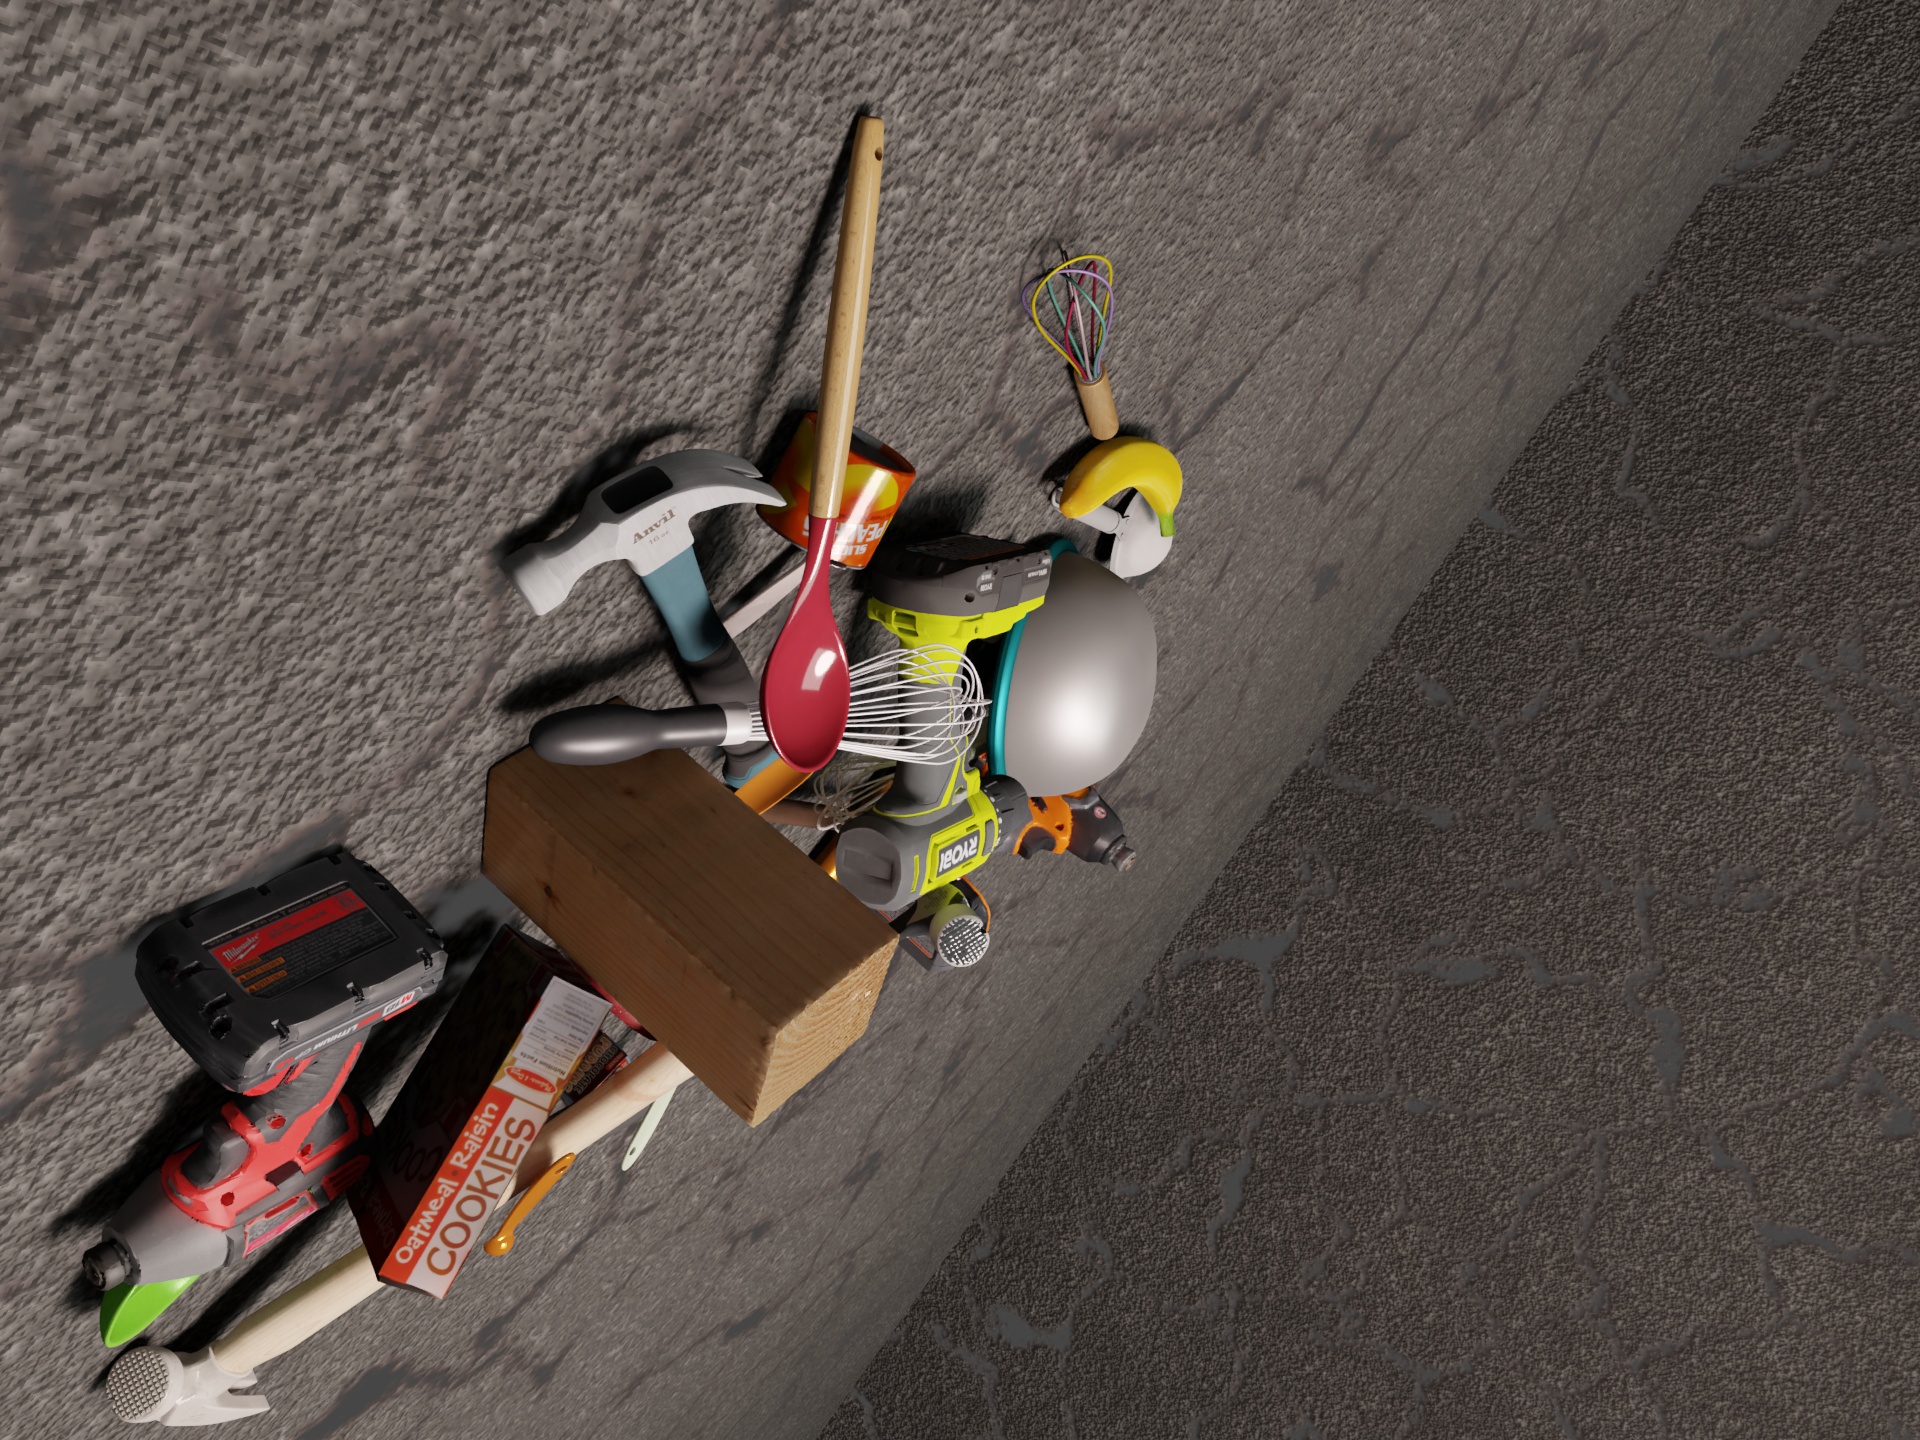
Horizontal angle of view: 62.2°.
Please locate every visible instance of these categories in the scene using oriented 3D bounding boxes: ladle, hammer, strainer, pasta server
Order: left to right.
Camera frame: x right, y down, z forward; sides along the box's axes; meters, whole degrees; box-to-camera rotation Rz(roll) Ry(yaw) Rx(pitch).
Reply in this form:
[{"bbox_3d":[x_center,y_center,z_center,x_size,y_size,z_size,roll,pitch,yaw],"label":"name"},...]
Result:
[{"bbox_3d":[-0.285,0.285,0.954,0.410,0.038,0.146,-33,159,-10],"label":"hammer"},{"bbox_3d":[-0.177,0.217,1.049,0.409,0.036,0.149,-30,-162,-7],"label":"hammer"},{"bbox_3d":[-0.137,-0.036,0.851,0.128,0.033,0.330,-37,160,-12],"label":"hammer"},{"bbox_3d":[-0.063,-0.124,0.764,0.069,0.031,0.315,-25,129,-55],"label":"ladle"},{"bbox_3d":[-0.075,0.074,1.134,0.316,0.040,0.060,15,99,-59],"label":"pasta server"},{"bbox_3d":[-0.054,0.058,1.233,0.337,0.034,0.127,-52,160,-1],"label":"hammer"},{"bbox_3d":[0.120,-0.038,1.279,0.340,0.095,0.211,-22,122,-68],"label":"strainer"},{"bbox_3d":[0.121,-0.154,1.252,0.258,0.050,0.087,6,104,-65],"label":"strainer"}]

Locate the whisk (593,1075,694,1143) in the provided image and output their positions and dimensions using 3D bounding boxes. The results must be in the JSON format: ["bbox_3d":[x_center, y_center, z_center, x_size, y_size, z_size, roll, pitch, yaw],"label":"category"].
[{"bbox_3d":[-0.203,0.266,1.247,0.239,0.055,0.055,-28,150,-43],"label":"whisk"}]

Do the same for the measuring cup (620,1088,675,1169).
[{"bbox_3d":[-0.213,0.237,1.133,0.167,0.038,0.083,-63,158,-4],"label":"measuring cup"}]

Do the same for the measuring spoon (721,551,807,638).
[{"bbox_3d":[-0.110,-0.076,0.896,0.124,0.018,0.034,-40,160,-12],"label":"measuring spoon"}]

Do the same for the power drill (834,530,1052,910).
[{"bbox_3d":[-0.002,-0.003,1.045,0.190,0.080,0.228,-21,121,-57],"label":"power drill"}]

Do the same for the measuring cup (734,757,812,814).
[{"bbox_3d":[-0.150,0.074,0.941,0.173,0.095,0.052,-38,170,-26],"label":"measuring cup"}]

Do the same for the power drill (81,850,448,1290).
[{"bbox_3d":[-0.330,0.176,0.743,0.143,0.079,0.219,-28,153,-51],"label":"power drill"}]

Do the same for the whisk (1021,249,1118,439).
[{"bbox_3d":[0.084,-0.233,1.015,0.047,0.051,0.244,-57,165,-4],"label":"whisk"}]

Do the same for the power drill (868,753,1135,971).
[{"bbox_3d":[0.033,0.110,1.332,0.226,0.164,0.084,-35,155,-36],"label":"power drill"}]

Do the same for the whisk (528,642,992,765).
[{"bbox_3d":[-0.096,0.000,0.851,0.284,0.070,0.070,-6,134,-39],"label":"whisk"}]

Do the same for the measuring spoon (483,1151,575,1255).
[{"bbox_3d":[-0.255,0.290,0.946,0.021,0.011,0.117,-12,149,-51],"label":"measuring spoon"}]

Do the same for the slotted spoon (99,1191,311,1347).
[{"bbox_3d":[-0.352,0.259,0.914,0.314,0.031,0.070,-23,146,-59],"label":"slotted spoon"}]

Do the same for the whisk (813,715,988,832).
[{"bbox_3d":[-0.026,0.031,1.139,0.059,0.058,0.246,-53,165,31],"label":"whisk"}]
